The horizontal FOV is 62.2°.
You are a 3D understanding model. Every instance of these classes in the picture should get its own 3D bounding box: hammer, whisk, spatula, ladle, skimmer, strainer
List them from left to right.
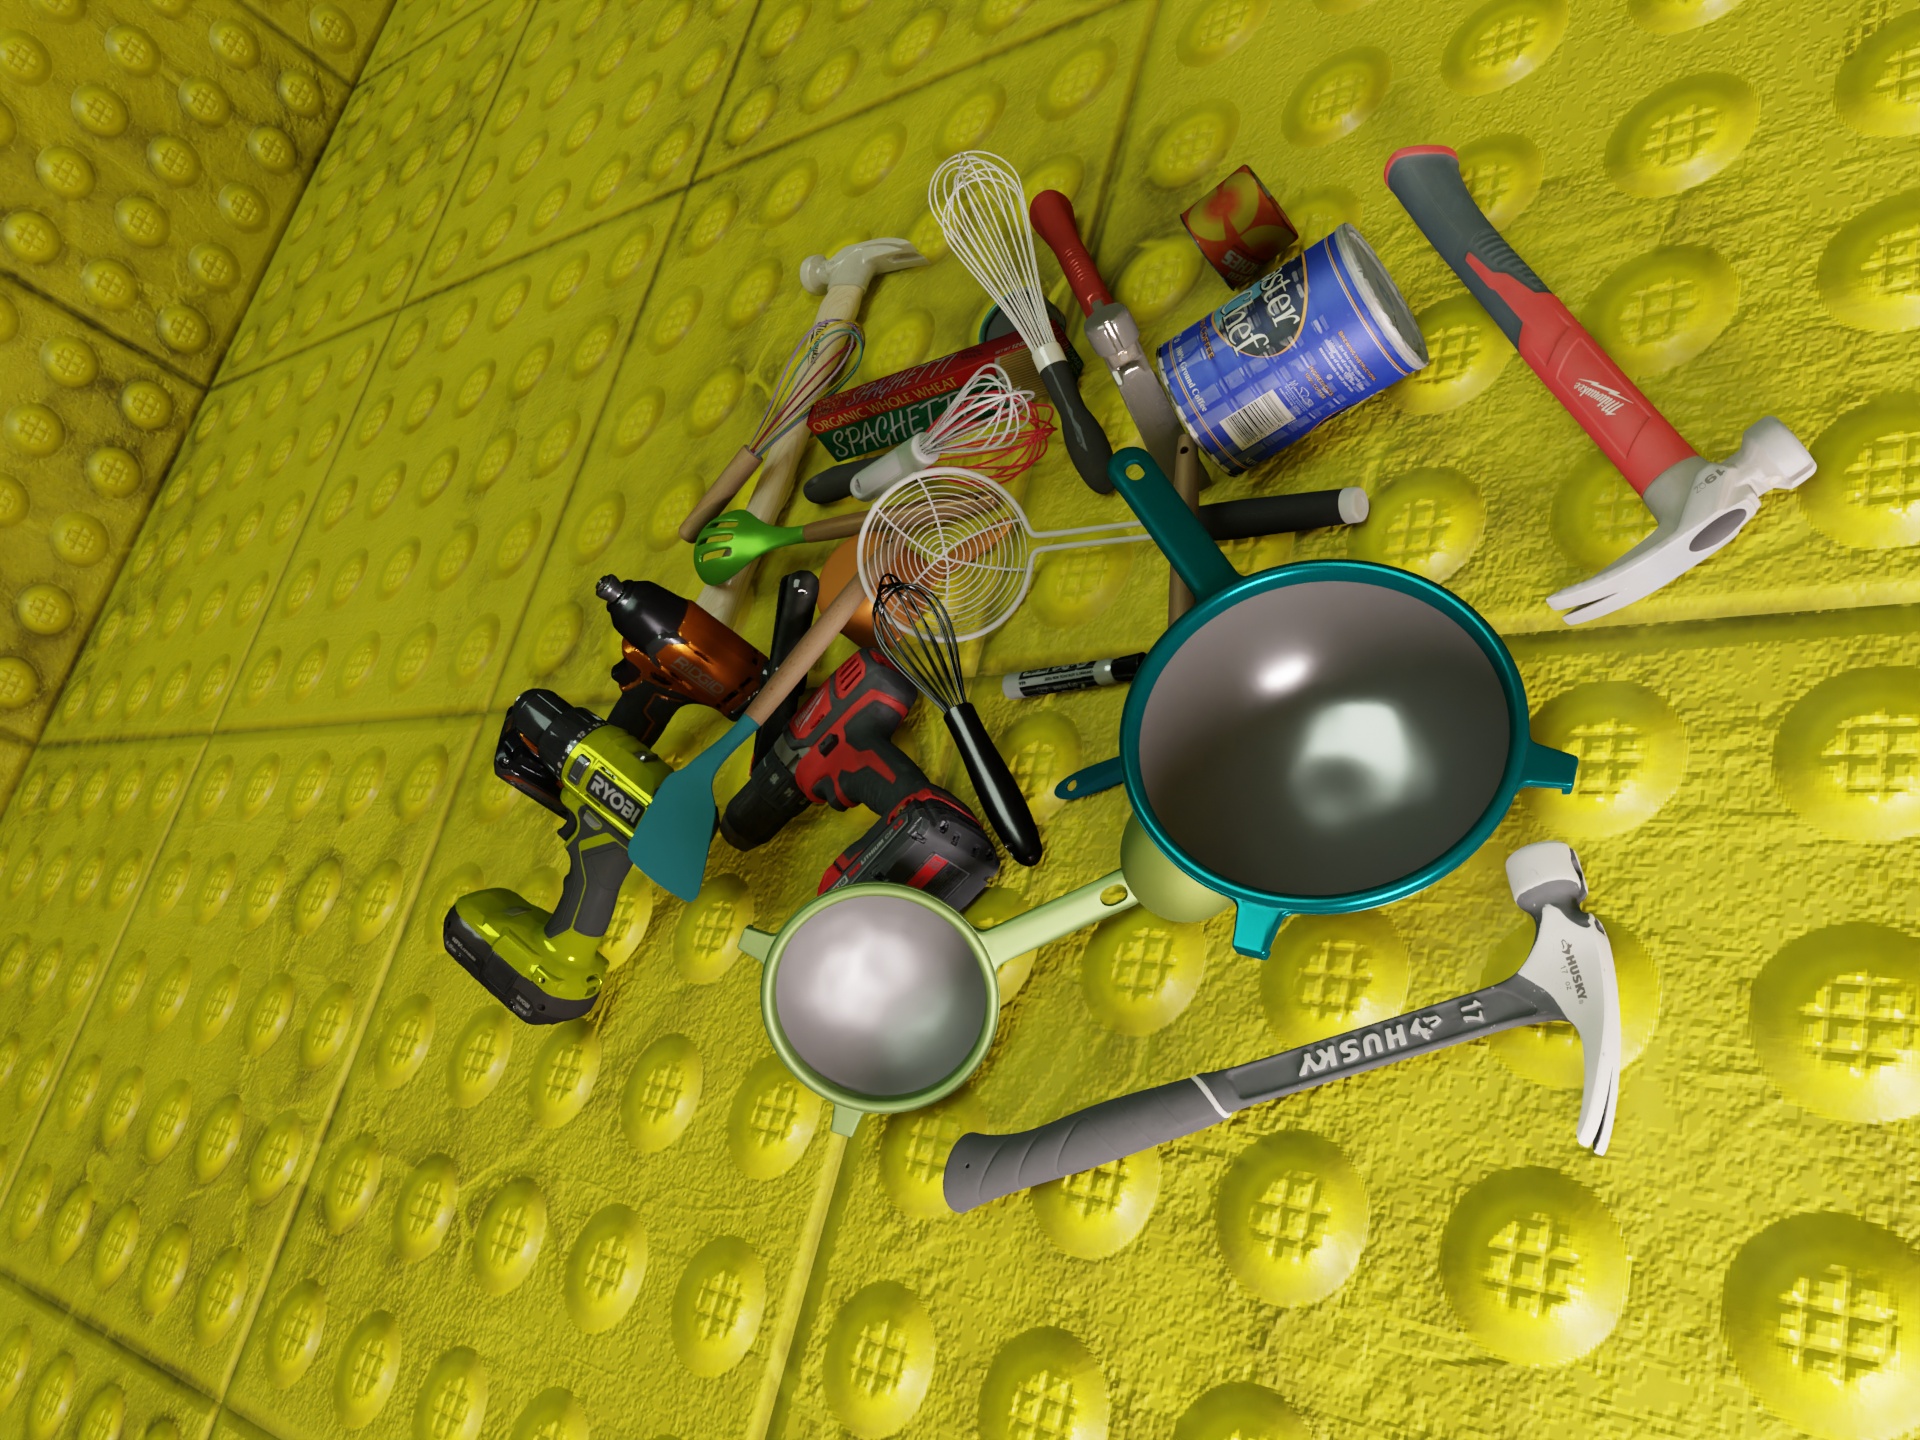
[{"bbox_3d":[-0.163,-0.248,1.384,0.051,0.047,0.245,45,106,10],"label":"whisk"},{"bbox_3d":[-0.134,-0.015,1.172,0.082,0.044,0.317,28,74,37],"label":"spatula"},{"bbox_3d":[-0.147,-0.250,1.423,0.146,0.038,0.411,4,69,43],"label":"hammer"},{"bbox_3d":[-0.035,-0.210,1.277,0.296,0.073,0.073,-6,62,48],"label":"whisk"},{"bbox_3d":[-0.022,-0.204,1.179,0.246,0.059,0.058,-17,90,59],"label":"whisk"},{"bbox_3d":[-0.003,-0.003,1.085,0.055,0.055,0.239,-37,65,21],"label":"whisk"},{"bbox_3d":[-0.001,0.146,1.010,0.256,0.151,0.069,-25,8,6],"label":"strainer"},{"bbox_3d":[0.054,-0.294,1.167,0.070,0.070,0.285,-28,80,29],"label":"whisk"},{"bbox_3d":[0.090,-0.124,1.077,0.363,0.090,0.127,-2,97,40],"label":"skimmer"},{"bbox_3d":[0.104,-0.304,1.181,0.036,0.149,0.359,-26,36,11],"label":"hammer"},{"bbox_3d":[0.140,-0.033,0.979,0.078,0.062,0.320,-8,63,28],"label":"ladle"},{"bbox_3d":[0.154,0.202,0.856,0.409,0.036,0.149,-27,50,30],"label":"hammer"},{"bbox_3d":[0.174,-0.023,0.905,0.211,0.095,0.341,-29,54,1],"label":"strainer"},{"bbox_3d":[0.332,-0.225,0.950,0.143,0.038,0.387,-39,44,22],"label":"hammer"}]

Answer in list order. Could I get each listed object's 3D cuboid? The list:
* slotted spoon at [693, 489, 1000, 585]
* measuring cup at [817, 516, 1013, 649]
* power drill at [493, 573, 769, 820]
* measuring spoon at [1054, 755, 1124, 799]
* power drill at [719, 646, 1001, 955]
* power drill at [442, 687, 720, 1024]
[{"bbox_3d":[-0.104,-0.159,1.304,0.314,0.031,0.070,-5,67,32],"label":"slotted spoon"},{"bbox_3d":[-0.040,-0.123,1.227,0.173,0.052,0.095,-29,48,30],"label":"measuring cup"},{"bbox_3d":[-0.284,-0.020,1.313,0.226,0.164,0.084,-37,32,24],"label":"power drill"},{"bbox_3d":[0.109,0.024,1.017,0.128,0.021,0.042,-23,51,31],"label":"measuring spoon"},{"bbox_3d":[-0.084,0.071,1.135,0.188,0.080,0.227,-46,40,12],"label":"power drill"},{"bbox_3d":[-0.314,0.104,1.254,0.191,0.080,0.228,36,107,17],"label":"power drill"}]
